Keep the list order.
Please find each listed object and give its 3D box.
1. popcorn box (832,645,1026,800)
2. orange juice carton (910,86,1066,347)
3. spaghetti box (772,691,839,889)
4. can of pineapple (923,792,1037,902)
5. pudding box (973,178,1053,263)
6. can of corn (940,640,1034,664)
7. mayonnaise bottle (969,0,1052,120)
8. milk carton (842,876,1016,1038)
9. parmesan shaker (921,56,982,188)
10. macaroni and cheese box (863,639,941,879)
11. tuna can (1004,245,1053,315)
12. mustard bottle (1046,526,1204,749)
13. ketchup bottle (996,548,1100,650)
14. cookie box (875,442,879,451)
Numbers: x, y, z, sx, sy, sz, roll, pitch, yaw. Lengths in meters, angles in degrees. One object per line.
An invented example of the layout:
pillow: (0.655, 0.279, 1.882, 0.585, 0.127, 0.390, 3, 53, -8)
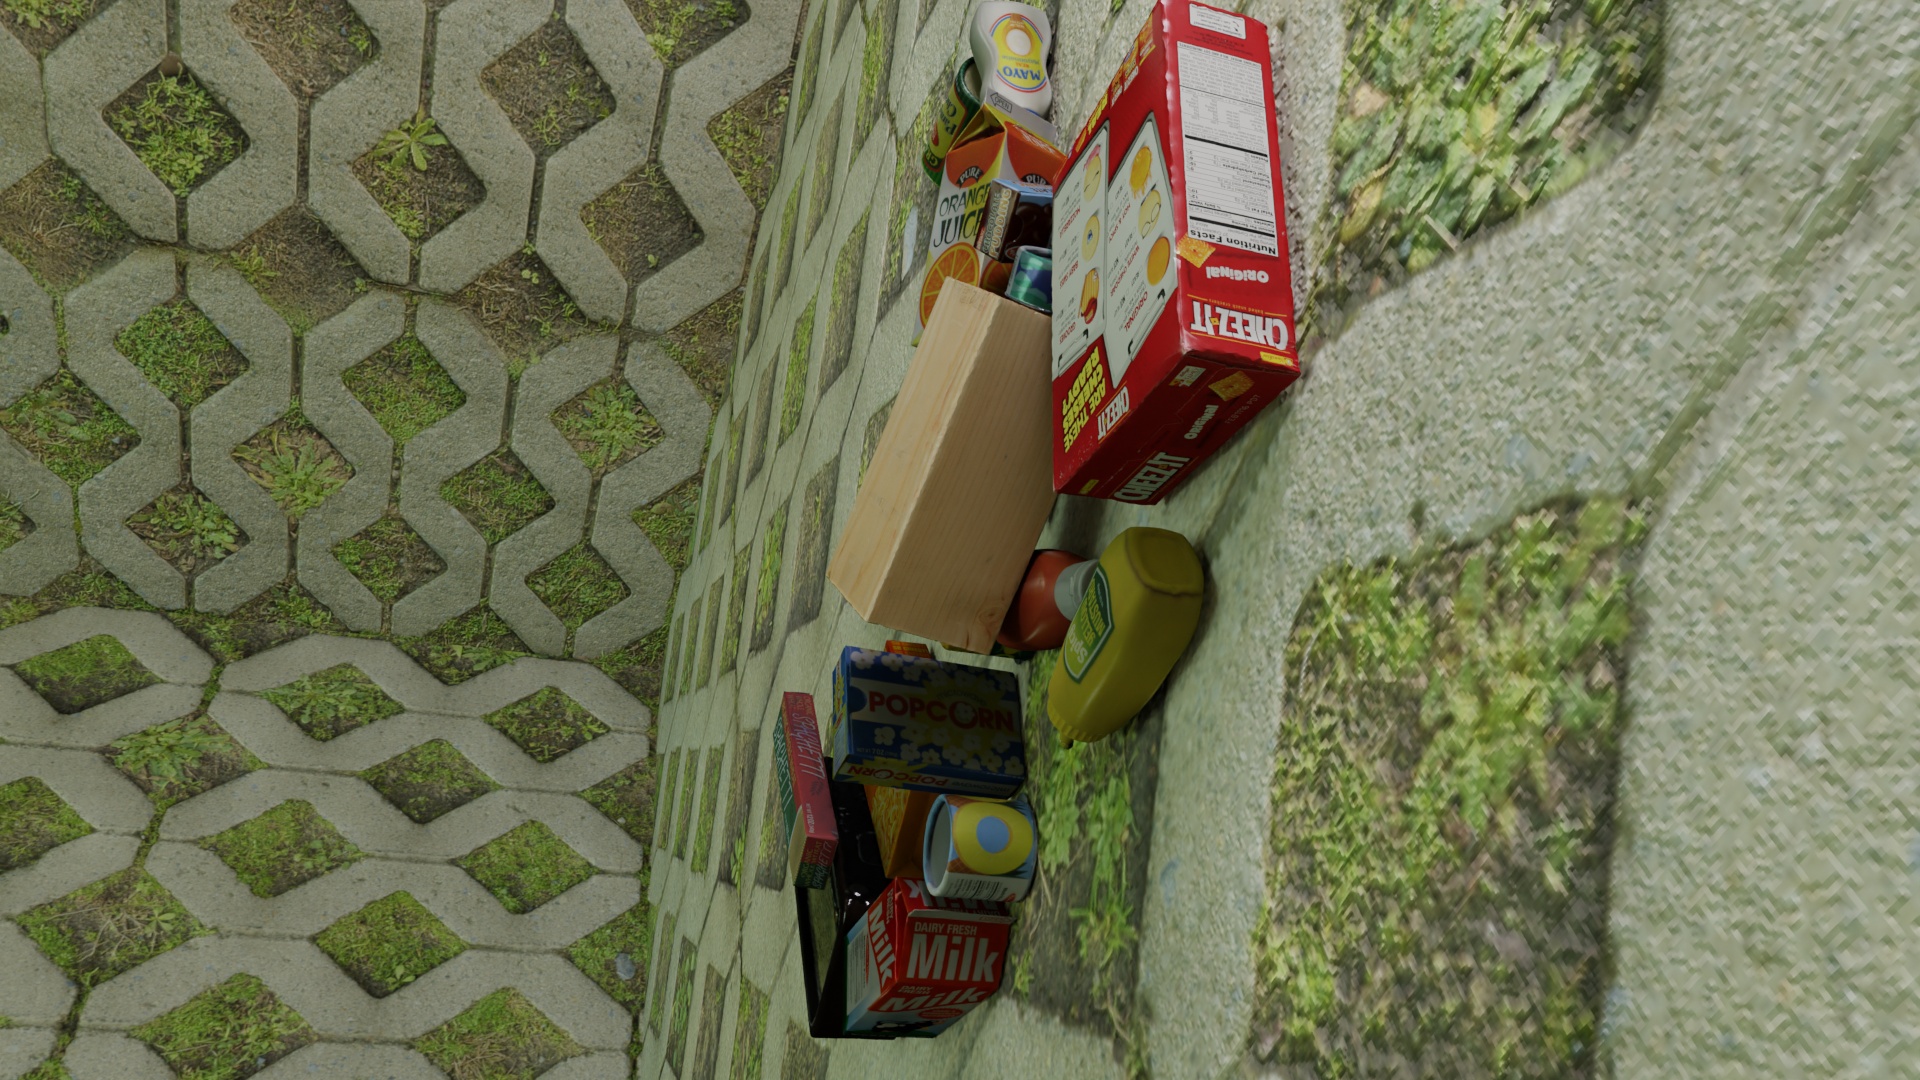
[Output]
popcorn box: (-0.022, 0.124, 0.936, 0.038, 0.127, 0.085, 123, 151, -46)
orange juice carton: (0.029, -0.223, 1.000, 0.073, 0.072, 0.193, -1, 76, 53)
spaghetti box: (-0.137, 0.210, 1.209, 0.251, 0.029, 0.050, -117, 41, -66)
can of pineapple: (0.012, 0.198, 0.904, 0.071, 0.058, 0.071, -170, 89, -74)
pudding box: (0.052, -0.214, 0.935, 0.030, 0.084, 0.049, 36, 121, 37)
can of corn: (0.020, 0.049, 0.953, 0.071, 0.058, 0.071, -170, 89, -74)
mayonnaise bottle: (0.043, -0.354, 1.086, 0.041, 0.065, 0.148, 121, 149, -60)
milk carton: (-0.025, 0.286, 0.961, 0.189, 0.072, 0.074, 120, 153, -54)
parmesan shaker: (0.014, -0.351, 1.171, 0.102, 0.071, 0.071, 124, 150, -56)
macaroni and cheese box: (-0.043, 0.176, 1.135, 0.167, 0.040, 0.123, -115, 37, -62)
tuna can: (0.067, -0.166, 0.901, 0.071, 0.071, 0.032, -119, 42, -65)
mustard bottle: (0.081, 0.066, 0.754, 0.065, 0.049, 0.159, -97, 23, -47)
ketchup bottle: (0.060, 0.034, 0.851, 0.148, 0.043, 0.065, 162, 115, -72)
cookie box: (-0.047, -0.029, 1.257, 0.122, 0.040, 0.168, 136, 139, -64)
